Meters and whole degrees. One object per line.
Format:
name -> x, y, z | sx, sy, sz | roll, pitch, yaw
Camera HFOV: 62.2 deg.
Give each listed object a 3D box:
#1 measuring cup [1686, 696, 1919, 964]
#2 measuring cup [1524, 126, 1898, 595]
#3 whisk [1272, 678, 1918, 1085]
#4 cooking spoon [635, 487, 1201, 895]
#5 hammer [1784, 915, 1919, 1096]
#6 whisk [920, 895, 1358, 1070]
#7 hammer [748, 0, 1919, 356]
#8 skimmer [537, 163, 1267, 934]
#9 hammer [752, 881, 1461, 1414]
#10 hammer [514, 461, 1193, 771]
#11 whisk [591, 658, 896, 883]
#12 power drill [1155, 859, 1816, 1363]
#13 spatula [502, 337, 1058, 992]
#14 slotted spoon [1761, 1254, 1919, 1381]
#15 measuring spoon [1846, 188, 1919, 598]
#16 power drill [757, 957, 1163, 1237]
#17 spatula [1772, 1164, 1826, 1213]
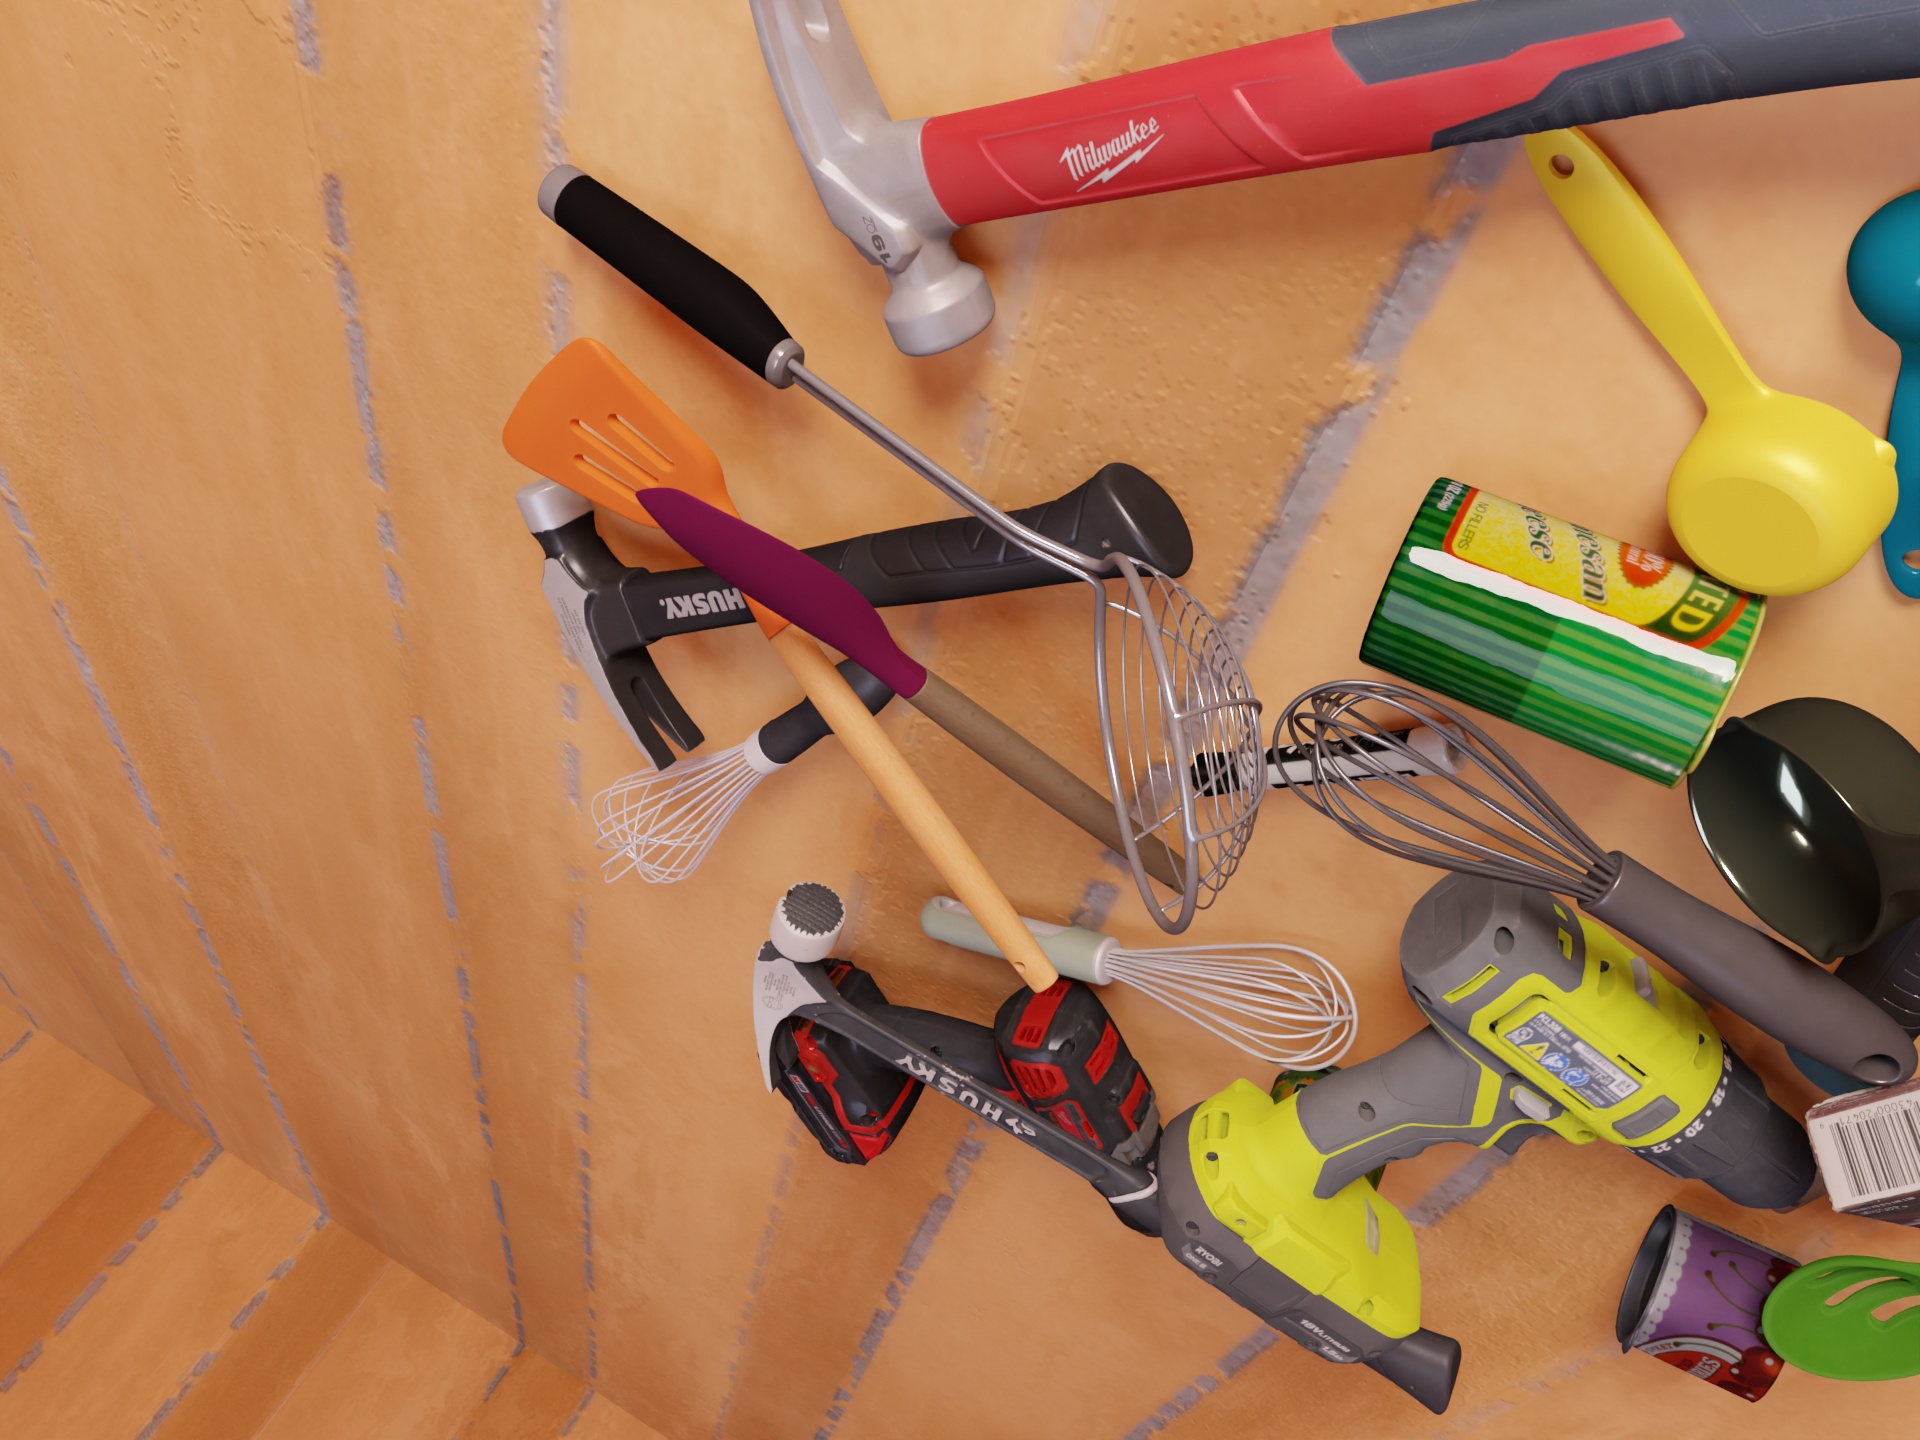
measuring cup -> 0.272, 0.031, 0.438 | 0.083, 0.038, 0.167 | 66, 168, -7
measuring cup -> 0.197, -0.097, 0.438 | 0.156, 0.029, 0.062 | 48, 157, -13
whisk -> 0.207, 0.055, 0.516 | 0.239, 0.055, 0.055 | 31, 145, -2
cooking spoon -> -0.001, -0.002, 0.642 | 0.318, 0.017, 0.069 | 36, 163, -34
hammer -> 0.306, 0.032, 0.462 | 0.330, 0.033, 0.128 | 79, 165, -53
whisk -> 0.079, 0.119, 0.782 | 0.246, 0.057, 0.059 | 9, 103, 36
hammer -> 0.106, -0.177, 0.407 | 0.386, 0.038, 0.143 | 5, 133, 39
skimmer -> -0.037, -0.074, 0.563 | 0.363, 0.090, 0.127 | 39, 163, 13
hammer -> 0.068, 0.232, 0.812 | 0.409, 0.036, 0.149 | 30, 135, 8
hammer -> -0.053, -0.055, 0.674 | 0.335, 0.035, 0.146 | -4, 114, 38
whisk -> -0.115, 0.027, 0.817 | 0.070, 0.070, 0.284 | 45, 139, -13
power drill -> 0.212, 0.178, 0.666 | 0.190, 0.080, 0.228 | 37, 124, -12
spatula -> -0.064, -0.014, 0.655 | 0.081, 0.041, 0.322 | -34, 94, 42
slotted spoon -> 0.403, 0.180, 0.542 | 0.070, 0.031, 0.313 | 33, 144, -2
measuring spoon -> 0.257, -0.078, 0.423 | 0.042, 0.021, 0.128 | 7, 136, 33
power drill -> 0.015, 0.221, 0.923 | 0.227, 0.080, 0.187 | -2, 131, 36
spatula -> 0.371, 0.109, 0.550 | 0.060, 0.018, 0.315 | 27, 143, 9
